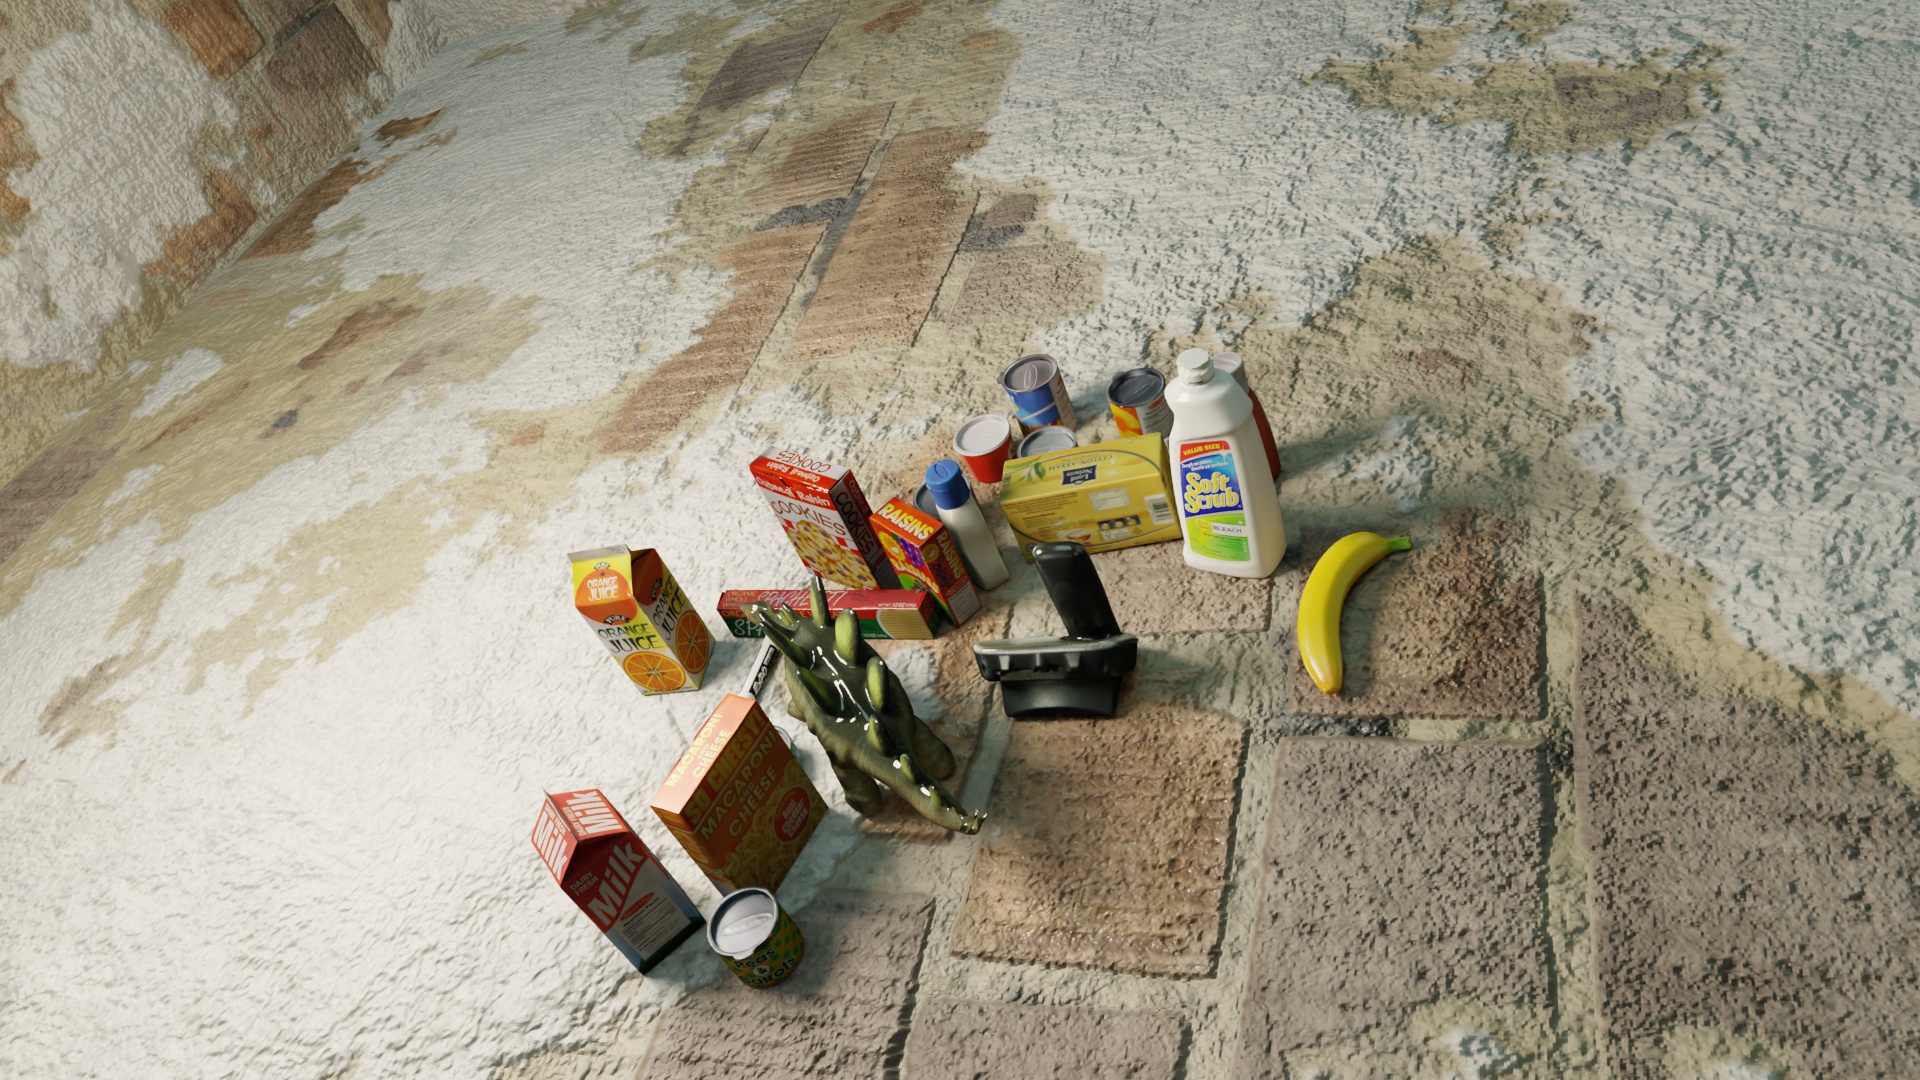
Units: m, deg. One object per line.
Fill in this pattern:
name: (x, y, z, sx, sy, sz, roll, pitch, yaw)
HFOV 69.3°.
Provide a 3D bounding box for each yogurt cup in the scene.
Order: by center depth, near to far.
yogurt cup: (0.031, -0.102, 1.569, 0.072, 0.053, 0.073, -14, 41, 12)

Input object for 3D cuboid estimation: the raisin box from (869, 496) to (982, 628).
raisin box: (-0.034, 0.022, 1.414, 0.040, 0.123, 0.086, -41, 43, -18)

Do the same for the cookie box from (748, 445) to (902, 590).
cookie box: (-0.141, -0.018, 1.475, 0.123, 0.166, 0.040, 17, 55, 38)

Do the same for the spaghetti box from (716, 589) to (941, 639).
spaghetti box: (-0.142, 0.078, 1.463, 0.250, 0.050, 0.029, -1, 46, 25)

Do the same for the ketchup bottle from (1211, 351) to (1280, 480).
ketchup bottle: (0.279, -0.121, 1.397, 0.065, 0.148, 0.044, 19, 57, 39)

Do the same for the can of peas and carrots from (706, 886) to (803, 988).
can of peas and carrots: (-0.174, 0.342, 1.188, 0.071, 0.058, 0.071, -14, 41, 12)

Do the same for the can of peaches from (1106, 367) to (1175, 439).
can of peaches: (0.199, -0.149, 1.536, 0.071, 0.057, 0.071, -14, 41, 12)

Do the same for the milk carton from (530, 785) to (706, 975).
milk carton: (-0.305, 0.287, 1.209, 0.073, 0.189, 0.072, -39, 42, -16)

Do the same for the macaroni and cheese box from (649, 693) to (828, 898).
macaroni and cheese box: (-0.193, 0.235, 1.229, 0.040, 0.165, 0.124, 8, 50, 33)

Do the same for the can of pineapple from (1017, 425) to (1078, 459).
can of pineapple: (0.100, -0.081, 1.511, 0.071, 0.057, 0.071, -14, 41, 12)

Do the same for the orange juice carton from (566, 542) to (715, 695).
orange juice carton: (-0.336, 0.074, 1.451, 0.072, 0.191, 0.073, -8, 43, 19)

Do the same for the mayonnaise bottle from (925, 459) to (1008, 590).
mayonnaise bottle: (0.005, -0.018, 1.419, 0.041, 0.147, 0.065, -30, 41, -7)

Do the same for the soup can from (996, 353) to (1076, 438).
soup can: (0.088, -0.159, 1.581, 0.071, 0.083, 0.072, -14, 41, 12)

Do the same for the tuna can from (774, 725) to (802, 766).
tuna can: (-0.187, 0.216, 1.350, 0.071, 0.032, 0.071, -14, 41, 12)

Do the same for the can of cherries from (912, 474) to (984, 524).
can of cherries: (-0.010, -0.034, 1.512, 0.071, 0.058, 0.072, -14, 41, 12)
